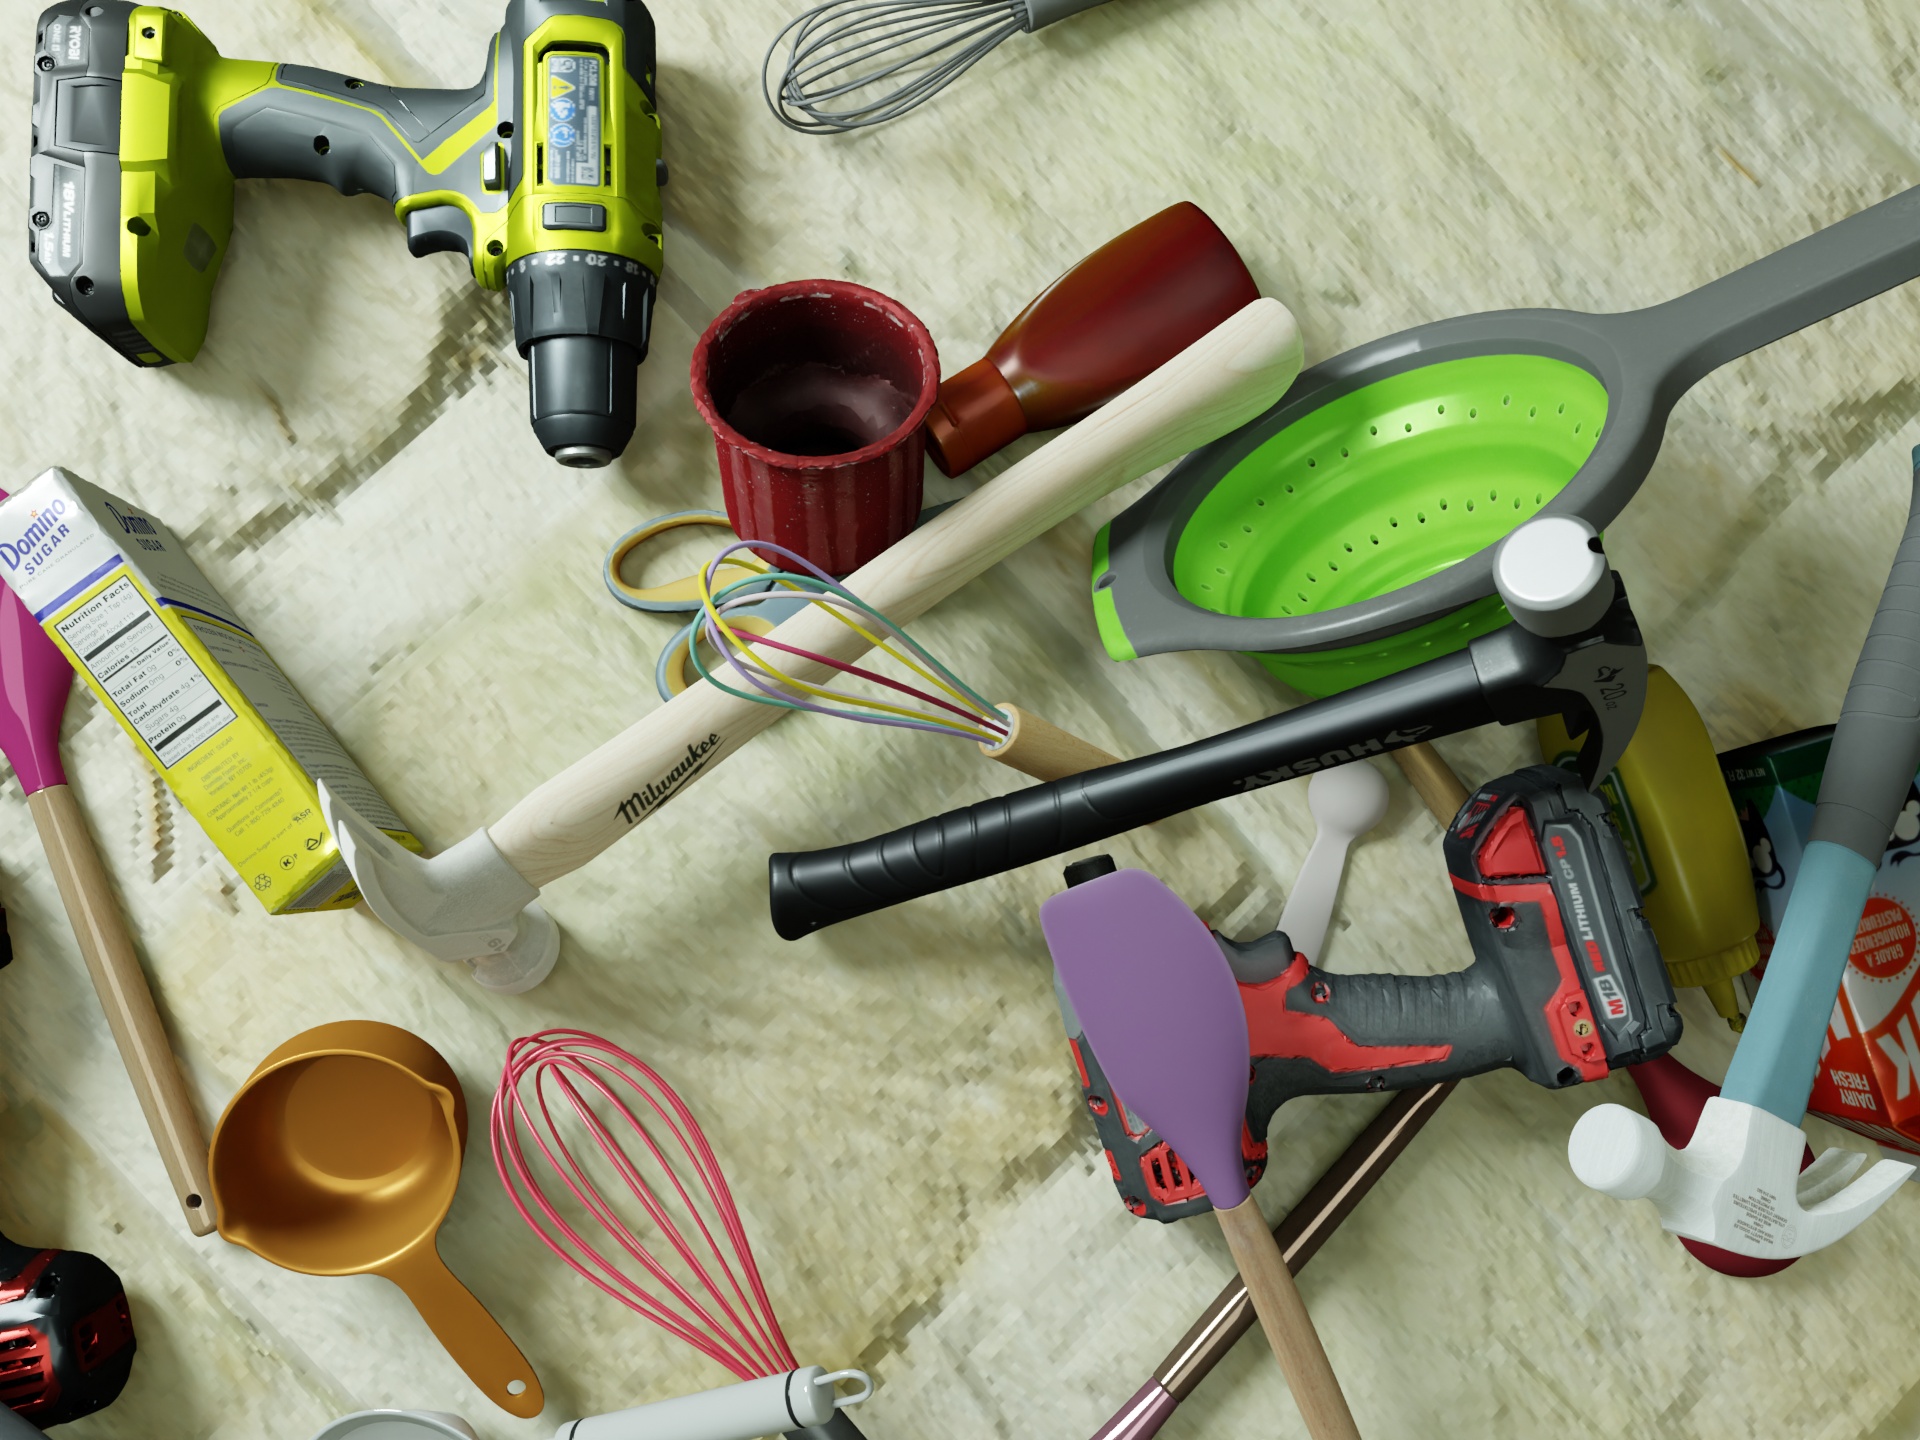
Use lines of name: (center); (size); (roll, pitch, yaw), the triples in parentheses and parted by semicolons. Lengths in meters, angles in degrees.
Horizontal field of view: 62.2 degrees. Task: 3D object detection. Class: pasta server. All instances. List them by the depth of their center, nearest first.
pasta server: (0.101, 0.247, 0.633); (0.060, 0.040, 0.316); (43, 82, 11)

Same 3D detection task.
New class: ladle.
ladle: (0.256, 0.100, 0.666); (0.069, 0.031, 0.315); (-36, 86, -6)

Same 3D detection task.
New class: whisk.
whisk: (-0.001, 0.000, 0.582); (0.244, 0.047, 0.051); (25, 96, -42)
whisk: (-0.077, 0.236, 0.595); (0.073, 0.073, 0.296); (-40, 83, -7)
whisk: (0.026, -0.308, 0.678); (0.239, 0.055, 0.055); (-26, 87, -11)

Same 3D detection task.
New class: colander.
colander: (0.246, -0.096, 0.595); (0.397, 0.205, 0.094); (-24, 120, 17)

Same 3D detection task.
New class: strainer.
strainer: (-0.144, 0.265, 0.578); (0.258, 0.050, 0.086); (-20, 107, 18)

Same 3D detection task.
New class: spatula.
spatula: (0.113, 0.199, 0.592); (0.060, 0.018, 0.316); (-21, 99, 13)

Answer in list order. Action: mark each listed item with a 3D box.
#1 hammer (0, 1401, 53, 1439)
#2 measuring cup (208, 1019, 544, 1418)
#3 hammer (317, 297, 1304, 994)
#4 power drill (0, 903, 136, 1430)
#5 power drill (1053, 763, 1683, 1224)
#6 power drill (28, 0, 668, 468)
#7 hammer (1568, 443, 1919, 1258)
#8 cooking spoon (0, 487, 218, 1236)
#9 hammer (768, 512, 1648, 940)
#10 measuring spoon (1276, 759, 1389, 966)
hammer: (-0.266, 0.324, 0.561); (0.149, 0.036, 0.408); (-45, 100, -3)
measuring cup: (-0.211, 0.193, 0.613); (0.095, 0.052, 0.173); (-32, 105, -5)
hammer: (-0.038, -0.046, 0.602); (0.410, 0.146, 0.038); (-35, 64, -8)
power drill: (-0.425, 0.172, 0.583); (0.188, 0.080, 0.227); (-15, 89, -6)
power drill: (0.147, 0.097, 0.623); (0.219, 0.078, 0.143); (-19, 88, 5)
power drill: (-0.232, -0.197, 0.632); (0.228, 0.080, 0.190); (0, 84, -7)
hammer: (0.329, 0.037, 0.588); (0.128, 0.033, 0.331); (29, 77, -19)
cooking spoon: (-0.351, 0.051, 0.627); (0.069, 0.017, 0.319); (-23, 86, -5)
hammer: (0.073, 0.025, 0.573); (0.335, 0.146, 0.035); (-19, 60, 23)
measuring spoon: (0.150, 0.073, 0.663); (0.034, 0.018, 0.124); (20, 84, -2)
